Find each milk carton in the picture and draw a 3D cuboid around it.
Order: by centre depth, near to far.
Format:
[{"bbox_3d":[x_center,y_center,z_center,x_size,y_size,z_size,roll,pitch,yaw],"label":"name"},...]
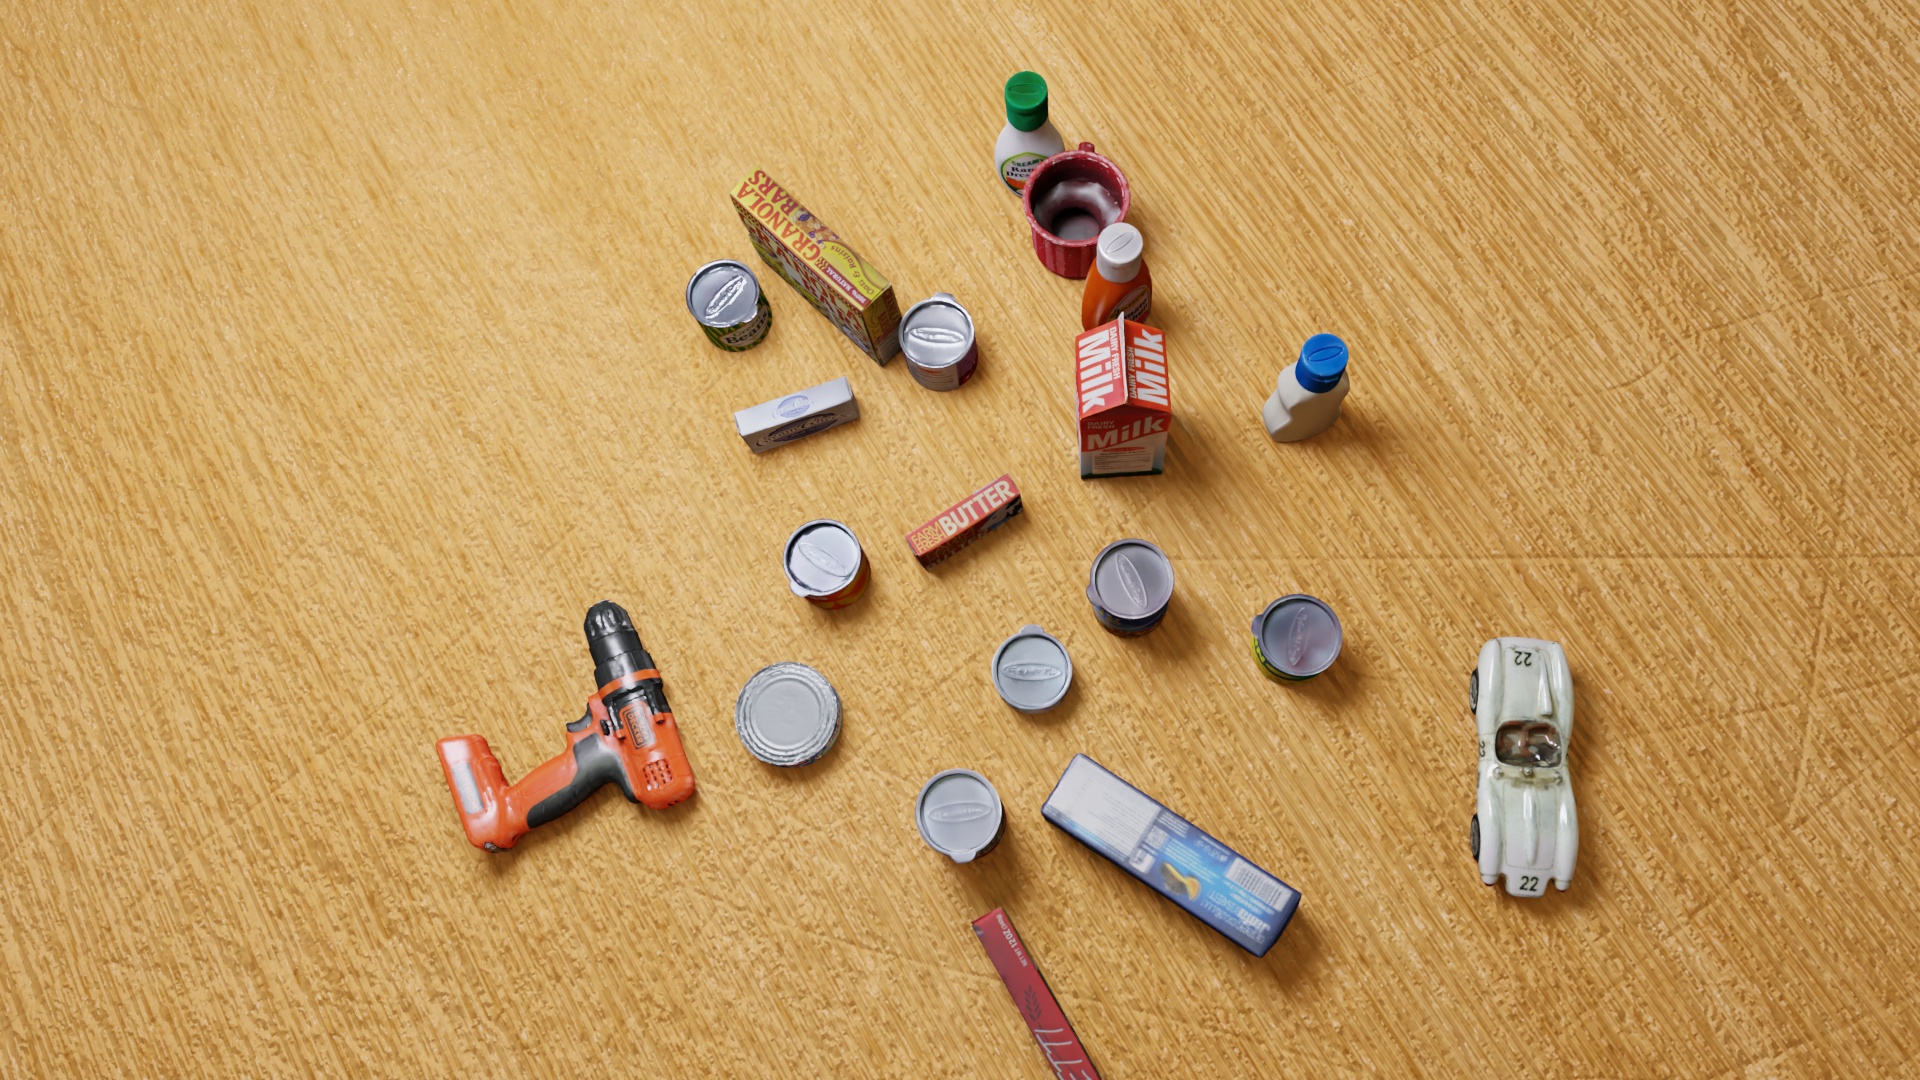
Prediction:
[{"bbox_3d":[0.130,-0.114,1.123,0.073,0.190,0.072,-3,74,4],"label":"milk carton"}]

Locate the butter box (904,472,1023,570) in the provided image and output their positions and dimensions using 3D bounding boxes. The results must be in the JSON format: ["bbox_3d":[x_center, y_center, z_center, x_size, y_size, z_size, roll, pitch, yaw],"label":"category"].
[{"bbox_3d":[0.004,-0.015,1.177,0.103,0.053,0.024,-32,74,-4],"label":"butter box"}]

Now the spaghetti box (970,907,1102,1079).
[{"bbox_3d":[0.083,0.396,1.055,0.029,0.050,0.250,-30,74,-3],"label":"spaghetti box"}]

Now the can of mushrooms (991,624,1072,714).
[{"bbox_3d":[0.060,0.107,1.148,0.071,0.033,0.071,-1,74,5],"label":"can of mushrooms"}]

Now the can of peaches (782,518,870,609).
[{"bbox_3d":[-0.114,0.023,1.174,0.071,0.058,0.071,-1,74,5],"label":"can of peaches"}]

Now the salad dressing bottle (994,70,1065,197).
[{"bbox_3d":[0.060,-0.355,1.220,0.064,0.147,0.044,1,75,5],"label":"salad dressing bottle"}]

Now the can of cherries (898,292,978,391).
[{"bbox_3d":[-0.017,-0.174,1.222,0.071,0.058,0.071,-1,74,5],"label":"can of cherries"}]

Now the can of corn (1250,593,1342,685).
[{"bbox_3d":[0.268,0.081,1.124,0.071,0.058,0.071,-1,74,5],"label":"can of corn"}]

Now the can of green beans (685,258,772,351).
[{"bbox_3d":[-0.207,-0.210,1.249,0.071,0.057,0.071,-1,74,5],"label":"can of green beans"}]

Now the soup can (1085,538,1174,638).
[{"bbox_3d":[0.136,0.041,1.134,0.071,0.083,0.071,-1,74,5],"label":"soup can"}]

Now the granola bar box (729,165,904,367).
[{"bbox_3d":[-0.122,-0.236,1.214,0.166,0.124,0.039,43,82,14],"label":"granola bar box"}]

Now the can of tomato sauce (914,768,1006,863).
[{"bbox_3d":[0.002,0.219,1.095,0.071,0.083,0.071,-1,74,5],"label":"can of tomato sauce"}]

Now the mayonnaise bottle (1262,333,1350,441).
[{"bbox_3d":[0.286,-0.124,1.134,0.065,0.147,0.041,-16,74,1],"label":"mayonnaise bottle"}]

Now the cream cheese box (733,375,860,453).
[{"bbox_3d":[-0.142,-0.109,1.217,0.104,0.053,0.024,-19,74,0],"label":"cream cheese box"}]

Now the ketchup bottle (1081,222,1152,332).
[{"bbox_3d":[0.133,-0.218,1.174,0.065,0.148,0.043,-36,75,-5],"label":"ketchup bottle"}]
